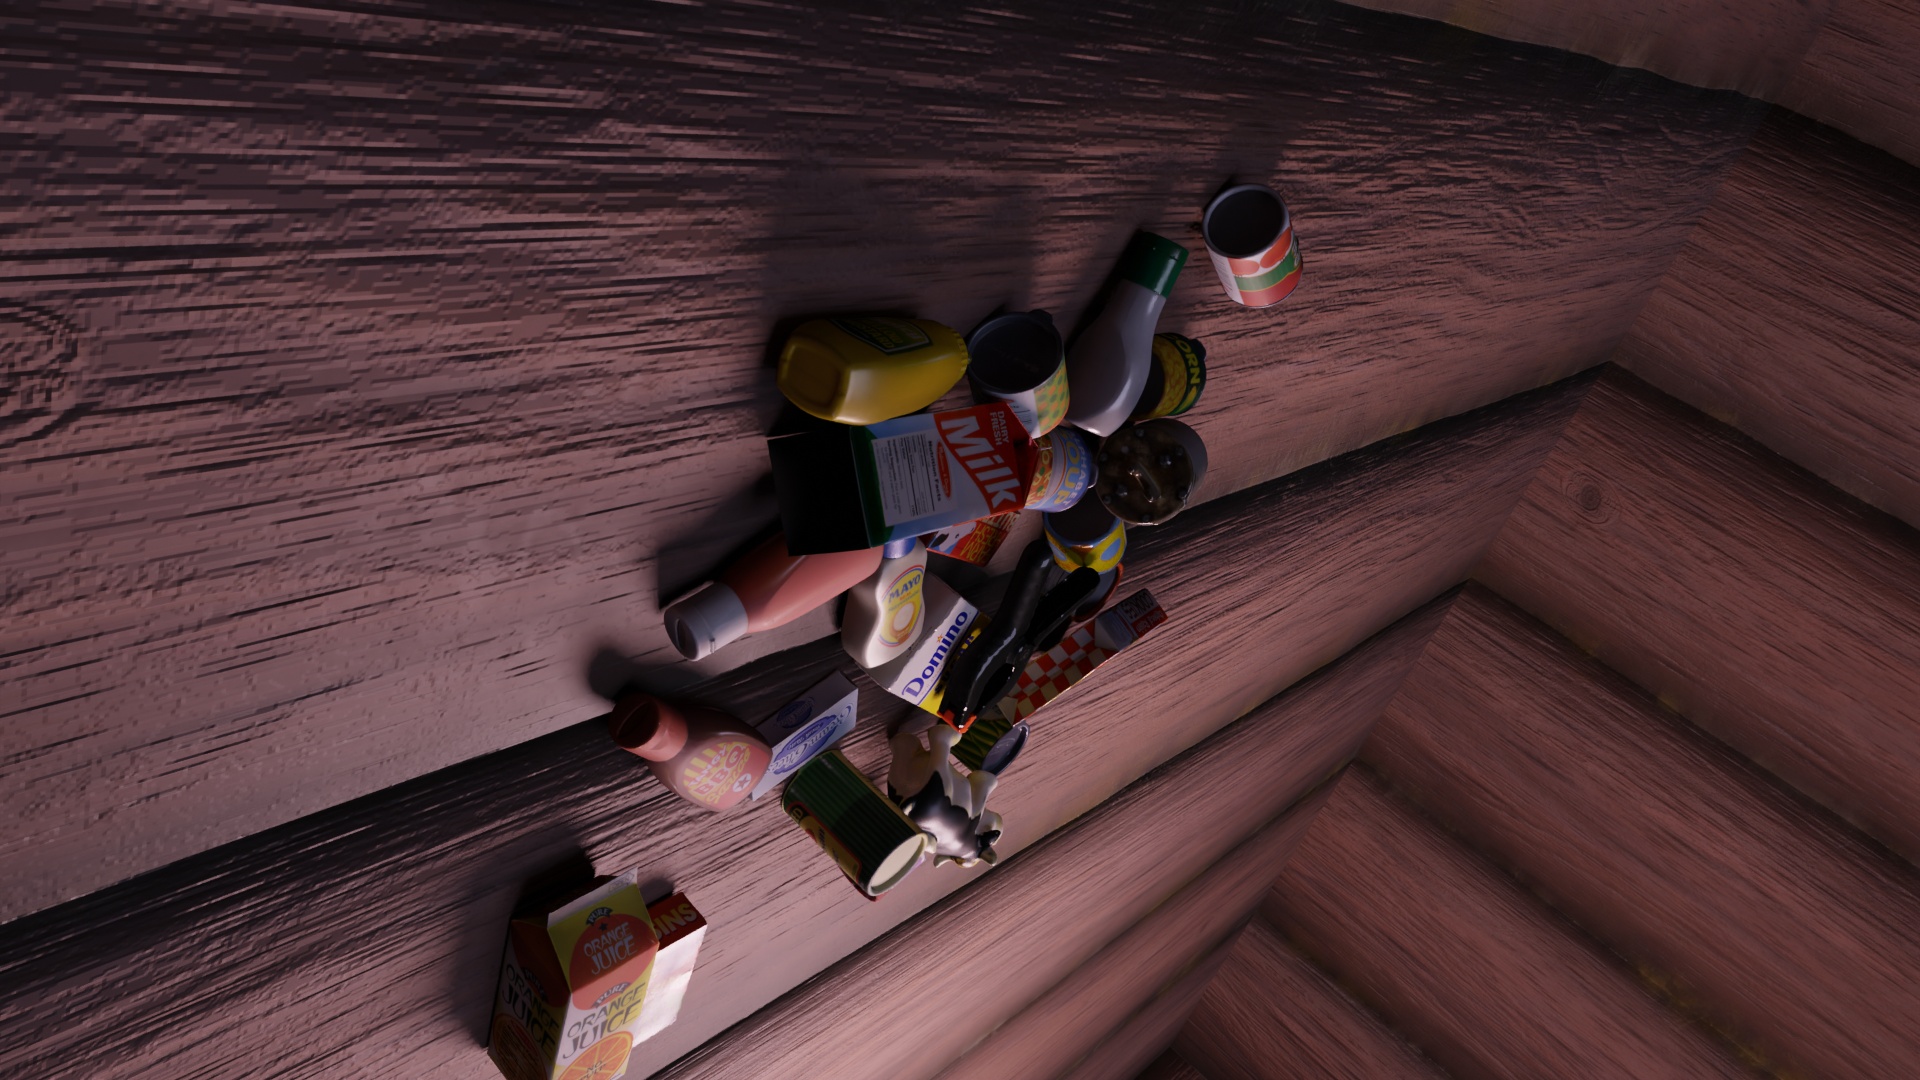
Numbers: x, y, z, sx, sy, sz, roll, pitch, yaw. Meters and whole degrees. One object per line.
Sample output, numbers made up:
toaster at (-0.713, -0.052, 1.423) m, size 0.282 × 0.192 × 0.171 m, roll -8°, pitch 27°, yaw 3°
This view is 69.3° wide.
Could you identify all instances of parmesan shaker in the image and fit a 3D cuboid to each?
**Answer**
parmesan shaker at (-0.085, 0.224, 1.104) m, size 0.071 × 0.103 × 0.071 m, roll -37°, pitch 150°, yaw -26°

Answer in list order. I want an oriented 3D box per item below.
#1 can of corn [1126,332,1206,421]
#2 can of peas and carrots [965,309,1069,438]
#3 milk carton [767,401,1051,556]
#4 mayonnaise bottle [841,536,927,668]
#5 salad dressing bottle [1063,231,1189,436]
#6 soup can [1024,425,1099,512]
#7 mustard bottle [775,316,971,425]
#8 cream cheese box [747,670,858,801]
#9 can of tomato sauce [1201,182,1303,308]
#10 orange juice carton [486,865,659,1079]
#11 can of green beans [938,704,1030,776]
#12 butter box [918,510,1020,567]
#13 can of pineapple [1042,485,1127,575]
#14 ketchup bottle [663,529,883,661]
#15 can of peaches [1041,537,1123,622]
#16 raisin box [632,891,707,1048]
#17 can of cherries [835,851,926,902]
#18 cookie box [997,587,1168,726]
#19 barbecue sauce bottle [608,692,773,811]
can of corn at (0.149, -0.129, 1.077) m, size 0.058 × 0.071 × 0.070 m, roll -14°, pitch 135°, yaw -50°
can of peas and carrots at (0.040, -0.111, 0.928) m, size 0.071 × 0.071 × 0.058 m, roll -44°, pitch 153°, yaw -15°
milk carton at (-0.024, -0.043, 0.874) m, size 0.191 × 0.072 × 0.073 m, roll -15°, pitch 97°, yaw -49°
mayonnaise bottle at (-0.052, 0.025, 0.978) m, size 0.065 × 0.041 × 0.147 m, roll -34°, pitch 149°, yaw -32°
salad dressing bottle at (0.119, -0.151, 1.014) m, size 0.044 × 0.064 × 0.147 m, roll 15°, pitch 103°, yaw -51°
soup can at (0.051, -0.056, 1.008) m, size 0.084 × 0.071 × 0.071 m, roll 5°, pitch 119°, yaw -59°
mustard bottle at (-0.039, -0.105, 0.819) m, size 0.161 × 0.065 × 0.048 m, roll -21°, pitch 138°, yaw -55°
cream cheese box at (-0.122, 0.145, 1.036) m, size 0.104 × 0.024 × 0.053 m, roll -34°, pitch 150°, yaw -31°
can of tomato sauce at (0.229, -0.229, 1.078) m, size 0.071 × 0.071 × 0.083 m, roll -52°, pitch 153°, yaw -1°
orange juice carton at (-0.265, 0.303, 0.951) m, size 0.072 × 0.073 × 0.191 m, roll -20°, pitch 139°, yaw -46°
can of green beans at (0.020, 0.175, 1.261) m, size 0.071 × 0.058 × 0.071 m, roll -38°, pitch 150°, yaw -26°
butter box at (0.004, -0.013, 1.039) m, size 0.053 × 0.024 × 0.103 m, roll -56°, pitch 153°, yaw 7°
can of pineapple at (0.102, -0.010, 1.153) m, size 0.071 × 0.071 × 0.057 m, roll -45°, pitch 152°, yaw -14°
ketchup bottle at (-0.116, 0.026, 0.876) m, size 0.149 × 0.043 × 0.064 m, roll -31°, pitch 146°, yaw -35°
can of peaches at (0.100, 0.029, 1.207) m, size 0.071 × 0.058 × 0.071 m, roll -37°, pitch 150°, yaw -26°
raisin box at (-0.248, 0.336, 1.059) m, size 0.086 × 0.040 × 0.122 m, roll -20°, pitch 140°, yaw -46°
can of cherries at (-0.074, 0.278, 1.233) m, size 0.058 × 0.071 × 0.071 m, roll -38°, pitch 150°, yaw -26°
cookie box at (0.111, 0.102, 1.261) m, size 0.122 × 0.040 × 0.168 m, roll -38°, pitch 172°, yaw 22°
barbecue sauce bottle at (-0.179, 0.136, 0.913) m, size 0.065 × 0.044 × 0.148 m, roll -48°, pitch 153°, yaw -5°
